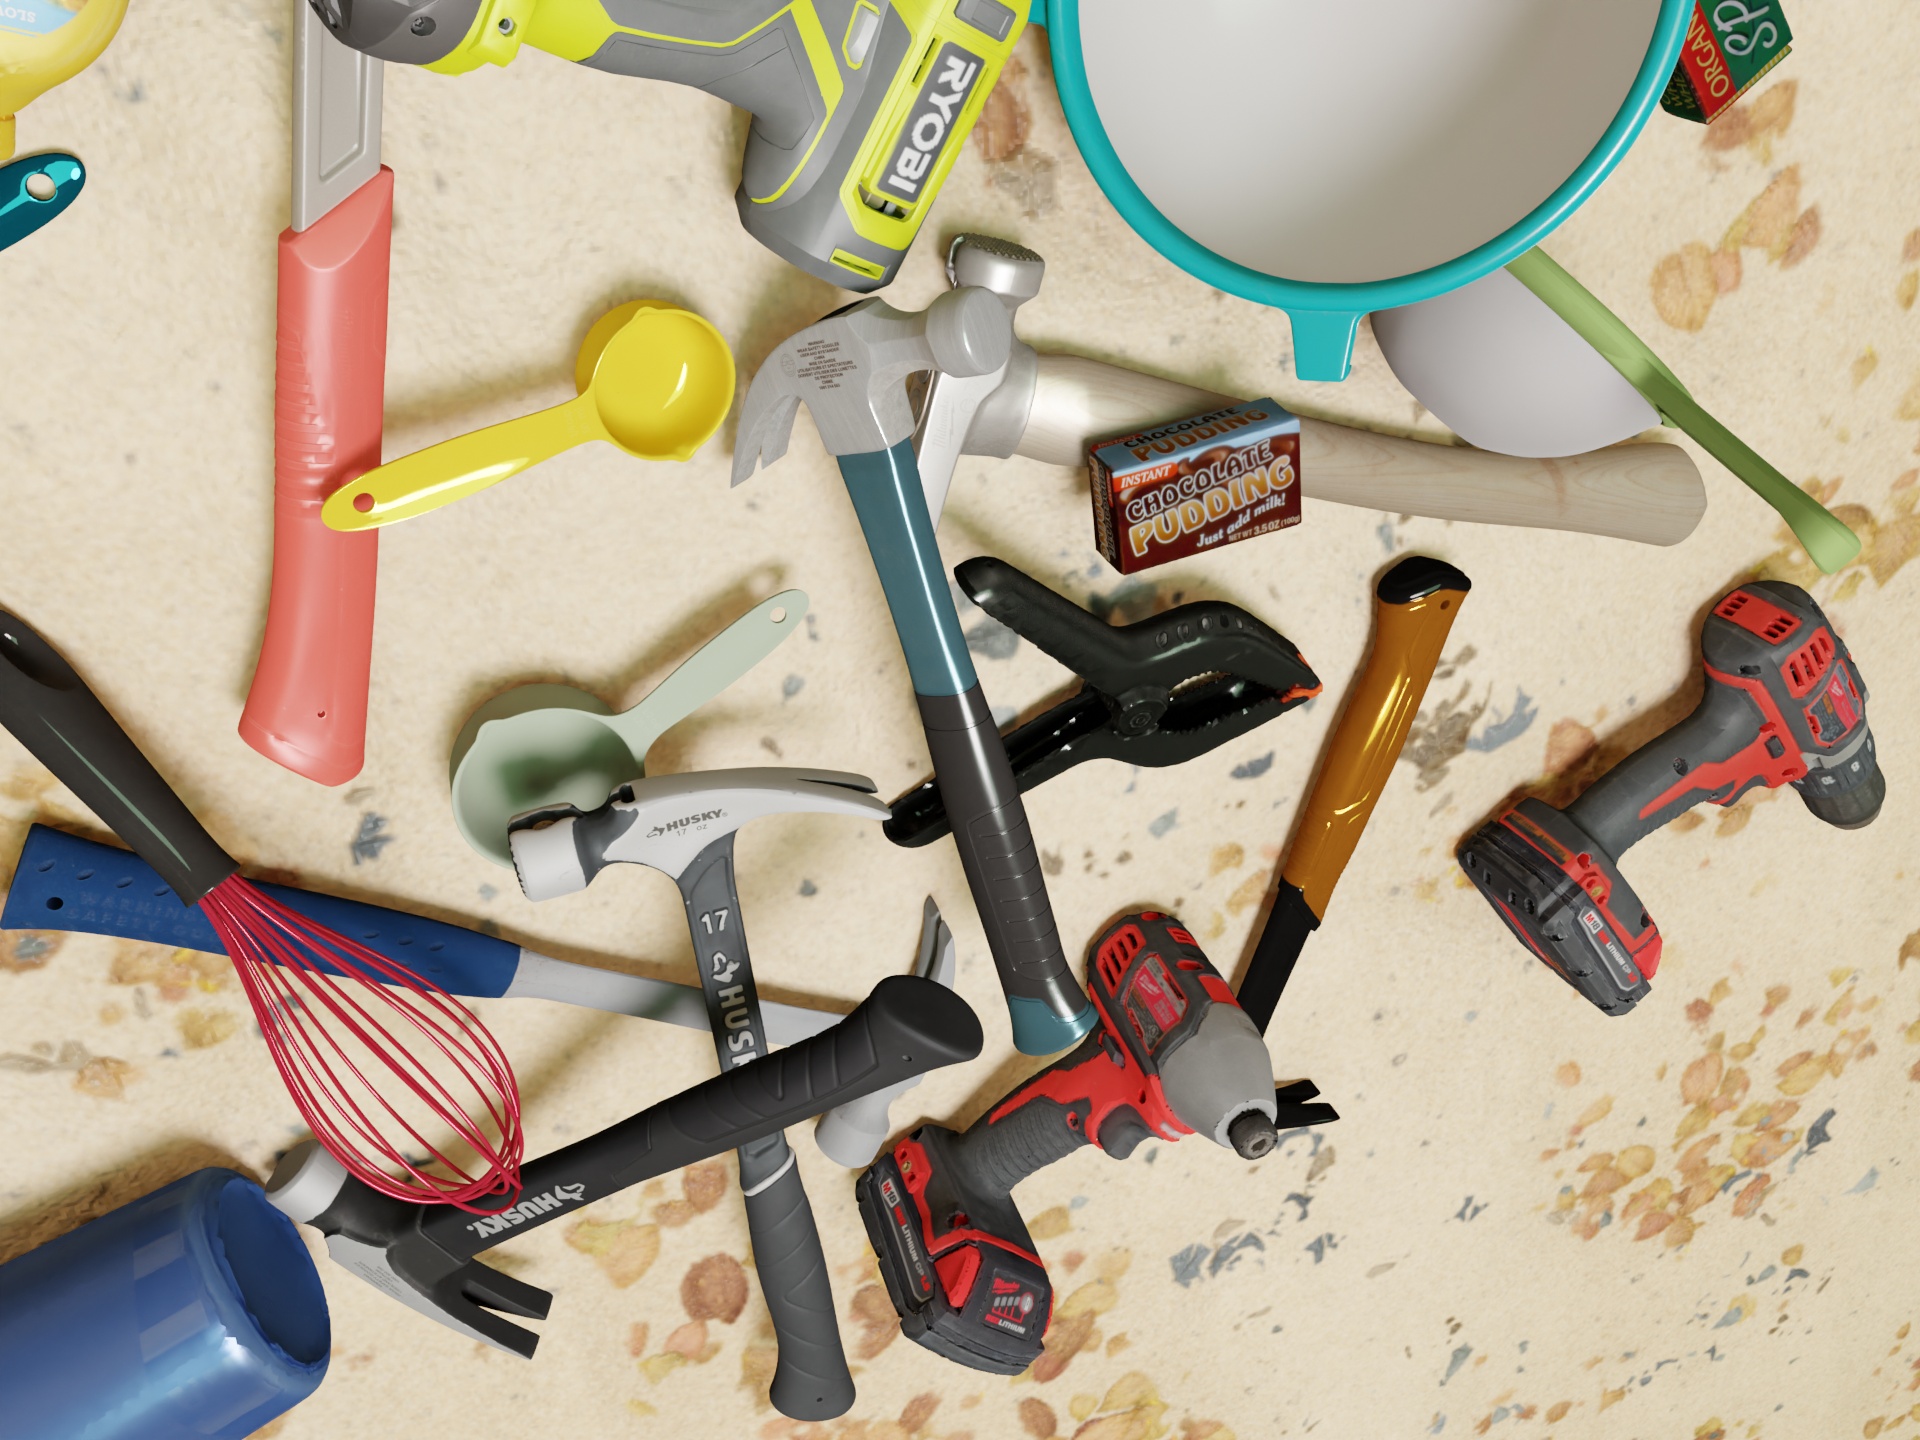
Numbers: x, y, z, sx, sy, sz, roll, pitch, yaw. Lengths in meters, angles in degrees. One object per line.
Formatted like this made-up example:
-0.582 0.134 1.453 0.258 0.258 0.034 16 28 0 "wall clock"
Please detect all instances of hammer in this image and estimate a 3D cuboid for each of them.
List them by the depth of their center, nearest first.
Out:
-0.203 -0.137 0.537 0.149 0.037 0.358 -13 129 -39 "hammer"
-0.001 -0.002 0.631 0.033 0.128 0.330 -42 125 -44 "hammer"
-0.133 0.185 0.673 0.335 0.035 0.146 -27 119 24 "hammer"
-0.184 0.106 0.694 0.405 0.035 0.144 18 110 -29 "hammer"
0.167 -0.106 0.712 0.410 0.038 0.146 4 117 -24 "hammer"
-0.088 0.192 0.737 0.149 0.036 0.408 -15 124 -13 "hammer"
0.191 0.075 0.824 0.127 0.034 0.336 6 115 -23 "hammer"

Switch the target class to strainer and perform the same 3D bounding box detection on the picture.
0.185 -0.289 0.521 0.340 0.095 0.211 -41 88 29 "strainer"
0.230 -0.117 0.604 0.151 0.257 0.069 27 117 -36 "strainer"

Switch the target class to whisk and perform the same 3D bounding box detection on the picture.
-0.264 0.076 0.592 0.073 0.073 0.295 -37 103 2 "whisk"

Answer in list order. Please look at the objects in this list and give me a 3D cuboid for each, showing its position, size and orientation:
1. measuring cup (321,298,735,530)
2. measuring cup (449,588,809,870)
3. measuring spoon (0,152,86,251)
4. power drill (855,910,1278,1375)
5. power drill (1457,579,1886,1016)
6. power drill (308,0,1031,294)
-0.156 -0.106 0.572 0.156 0.029 0.062 -27 130 -19 "measuring cup"
-0.134 -0.006 0.651 0.167 0.038 0.083 -38 125 -3 "measuring cup"
-0.335 -0.142 0.502 0.128 0.021 0.042 -31 124 -1 "measuring spoon"
0.058 0.211 0.784 0.219 0.143 0.078 -47 126 11 "power drill"
0.406 0.054 0.874 0.226 0.080 0.187 -44 124 3 "power drill"
-0.065 -0.248 0.481 0.228 0.080 0.190 5 123 -47 "power drill"
